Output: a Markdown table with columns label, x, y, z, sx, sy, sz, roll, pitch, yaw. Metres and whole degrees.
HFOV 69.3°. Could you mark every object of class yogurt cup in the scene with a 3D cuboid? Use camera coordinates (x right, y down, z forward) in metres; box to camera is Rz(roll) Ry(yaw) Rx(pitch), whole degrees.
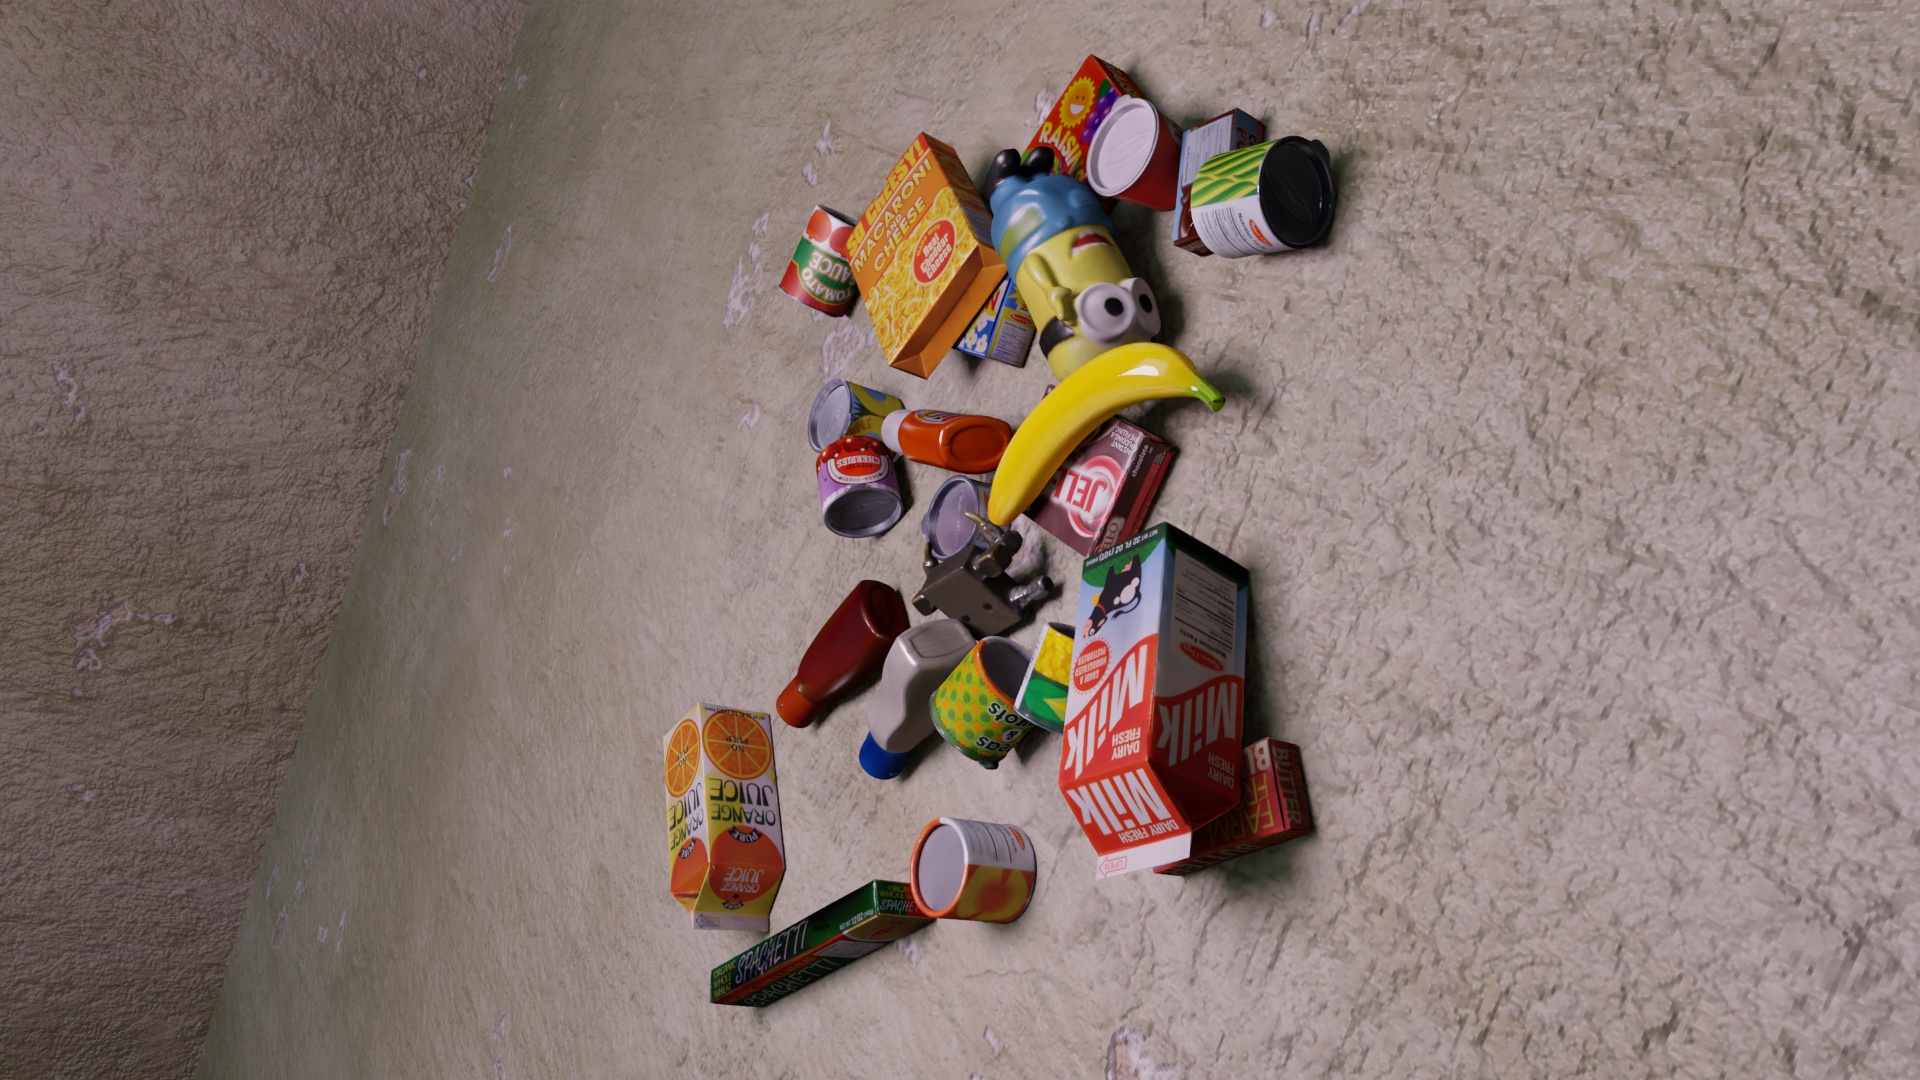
| label | x | y | z | sx | sy | sz | roll | pitch | yaw |
| --- | --- | --- | --- | --- | --- | --- | --- | --- | --- |
| yogurt cup | 0.128 | -0.259 | 0.947 | 0.072 | 0.054 | 0.072 | -25 | 58 | 48 |

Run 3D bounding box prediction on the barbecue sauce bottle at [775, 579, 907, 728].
| label | x | y | z | sx | sy | sz | roll | pitch | yaw |
| --- | --- | --- | --- | --- | --- | --- | --- | --- | --- |
| barbecue sauce bottle | -0.101 | 0.099 | 1.135 | 0.148 | 0.044 | 0.065 | -48 | 42 | 33 |

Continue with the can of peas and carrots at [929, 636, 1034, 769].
| label | x | y | z | sx | sy | sz | roll | pitch | yaw |
| --- | --- | --- | --- | --- | --- | --- | --- | --- | --- |
| can of peas and carrots | 0.023 | 0.109 | 0.939 | 0.058 | 0.071 | 0.071 | -51 | 41 | 29 |

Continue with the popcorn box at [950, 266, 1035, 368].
| label | x | y | z | sx | sy | sz | roll | pitch | yaw |
| --- | --- | --- | --- | --- | --- | --- | --- | --- | --- |
| popcorn box | 0.014 | -0.189 | 1.091 | 0.127 | 0.038 | 0.085 | 27 | 100 | 55 |

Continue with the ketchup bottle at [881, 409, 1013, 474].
| label | x | y | z | sx | sy | sz | roll | pitch | yaw |
| --- | --- | --- | --- | --- | --- | --- | --- | --- | --- |
| ketchup bottle | -0.018 | -0.079 | 1.077 | 0.149 | 0.065 | 0.043 | -162 | 71 | -64 |

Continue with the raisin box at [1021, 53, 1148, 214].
| label | x | y | z | sx | sy | sz | roll | pitch | yaw |
| --- | --- | --- | --- | --- | --- | --- | --- | --- | --- |
| raisin box | 0.089 | -0.281 | 1.023 | 0.123 | 0.040 | 0.086 | -53 | 40 | 29 |

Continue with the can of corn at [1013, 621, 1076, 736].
| label | x | y | z | sx | sy | sz | roll | pitch | yaw |
| --- | --- | --- | --- | --- | --- | --- | --- | --- | --- |
| can of corn | 0.076 | 0.090 | 0.874 | 0.071 | 0.071 | 0.058 | 28 | 100 | 55 |

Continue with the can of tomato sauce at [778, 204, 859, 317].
| label | x | y | z | sx | sy | sz | roll | pitch | yaw |
| --- | --- | --- | --- | --- | --- | --- | --- | --- | --- |
| can of tomato sauce | -0.120 | -0.257 | 1.280 | 0.083 | 0.071 | 0.071 | -62 | 36 | 16 |

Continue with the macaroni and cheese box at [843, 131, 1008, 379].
| label | x | y | z | sx | sy | sz | roll | pitch | yaw |
| --- | --- | --- | --- | --- | --- | --- | --- | --- | --- |
| macaroni and cheese box | -0.030 | -0.228 | 1.097 | 0.123 | 0.040 | 0.167 | -51 | 41 | 28 |

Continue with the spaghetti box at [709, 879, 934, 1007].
| label | x | y | z | sx | sy | sz | roll | pitch | yaw |
| --- | --- | --- | --- | --- | --- | --- | --- | --- | --- |
| spaghetti box | -0.112 | 0.312 | 1.061 | 0.249 | 0.050 | 0.029 | -38 | 47 | 41 |

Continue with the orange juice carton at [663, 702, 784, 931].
| label | x | y | z | sx | sy | sz | roll | pitch | yaw |
| --- | --- | --- | --- | --- | --- | --- | --- | --- | --- |
| orange juice carton | -0.205 | 0.243 | 1.197 | 0.072 | 0.072 | 0.193 | -43 | 45 | 38 |

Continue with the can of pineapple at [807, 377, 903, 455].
| label | x | y | z | sx | sy | sz | roll | pitch | yaw |
| --- | --- | --- | --- | --- | --- | --- | --- | --- | --- |
| can of pineapple | -0.088 | -0.098 | 1.181 | 0.070 | 0.058 | 0.071 | -25 | 58 | 48 |

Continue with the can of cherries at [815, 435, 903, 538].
| label | x | y | z | sx | sy | sz | roll | pitch | yaw |
| --- | --- | --- | --- | --- | --- | --- | --- | --- | --- |
| can of cherries | -0.084 | -0.046 | 1.145 | 0.071 | 0.071 | 0.058 | -44 | 44 | 36 |

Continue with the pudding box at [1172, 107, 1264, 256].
| label | x | y | z | sx | sy | sz | roll | pitch | yaw |
| --- | --- | --- | --- | --- | --- | --- | --- | --- | --- |
| pudding box | 0.167 | -0.231 | 0.903 | 0.049 | 0.030 | 0.084 | -9 | 70 | 52 |

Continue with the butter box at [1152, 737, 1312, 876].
| label | x | y | z | sx | sy | sz | roll | pitch | yaw |
| --- | --- | --- | --- | --- | --- | --- | --- | --- | --- |
| butter box | 0.148 | 0.152 | 0.784 | 0.103 | 0.024 | 0.053 | -33 | 51 | 44 |

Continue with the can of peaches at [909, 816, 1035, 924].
| label | x | y | z | sx | sy | sz | roll | pitch | yaw |
| --- | --- | --- | --- | --- | --- | --- | --- | --- | --- |
| can of peaches | 0.006 | 0.221 | 0.924 | 0.071 | 0.058 | 0.071 | -25 | 57 | 47 |

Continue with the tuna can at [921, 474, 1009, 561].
| label | x | y | z | sx | sy | sz | roll | pitch | yaw |
| --- | --- | --- | --- | --- | --- | --- | --- | --- | --- |
| tuna can | 0.004 | -0.013 | 1.042 | 0.071 | 0.033 | 0.071 | -25 | 57 | 48 |

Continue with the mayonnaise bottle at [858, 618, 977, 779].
| label | x | y | z | sx | sy | sz | roll | pitch | yaw |
| --- | --- | --- | --- | --- | --- | --- | --- | --- | --- |
| mayonnaise bottle | -0.038 | 0.119 | 1.011 | 0.041 | 0.065 | 0.147 | 53 | 139 | 28 |

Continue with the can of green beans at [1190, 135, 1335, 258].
| label | x | y | z | sx | sy | sz | roll | pitch | yaw |
| --- | --- | --- | --- | --- | --- | --- | --- | --- | --- |
| can of green beans | 0.182 | -0.206 | 0.840 | 0.058 | 0.071 | 0.071 | 5 | 81 | 55 |

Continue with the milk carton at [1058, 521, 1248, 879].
| label | x | y | z | sx | sy | sz | roll | pitch | yaw |
| --- | --- | --- | --- | --- | --- | --- | --- | --- | --- |
| milk carton | 0.109 | 0.094 | 0.784 | 0.072 | 0.073 | 0.191 | -30 | 41 | 45 |
